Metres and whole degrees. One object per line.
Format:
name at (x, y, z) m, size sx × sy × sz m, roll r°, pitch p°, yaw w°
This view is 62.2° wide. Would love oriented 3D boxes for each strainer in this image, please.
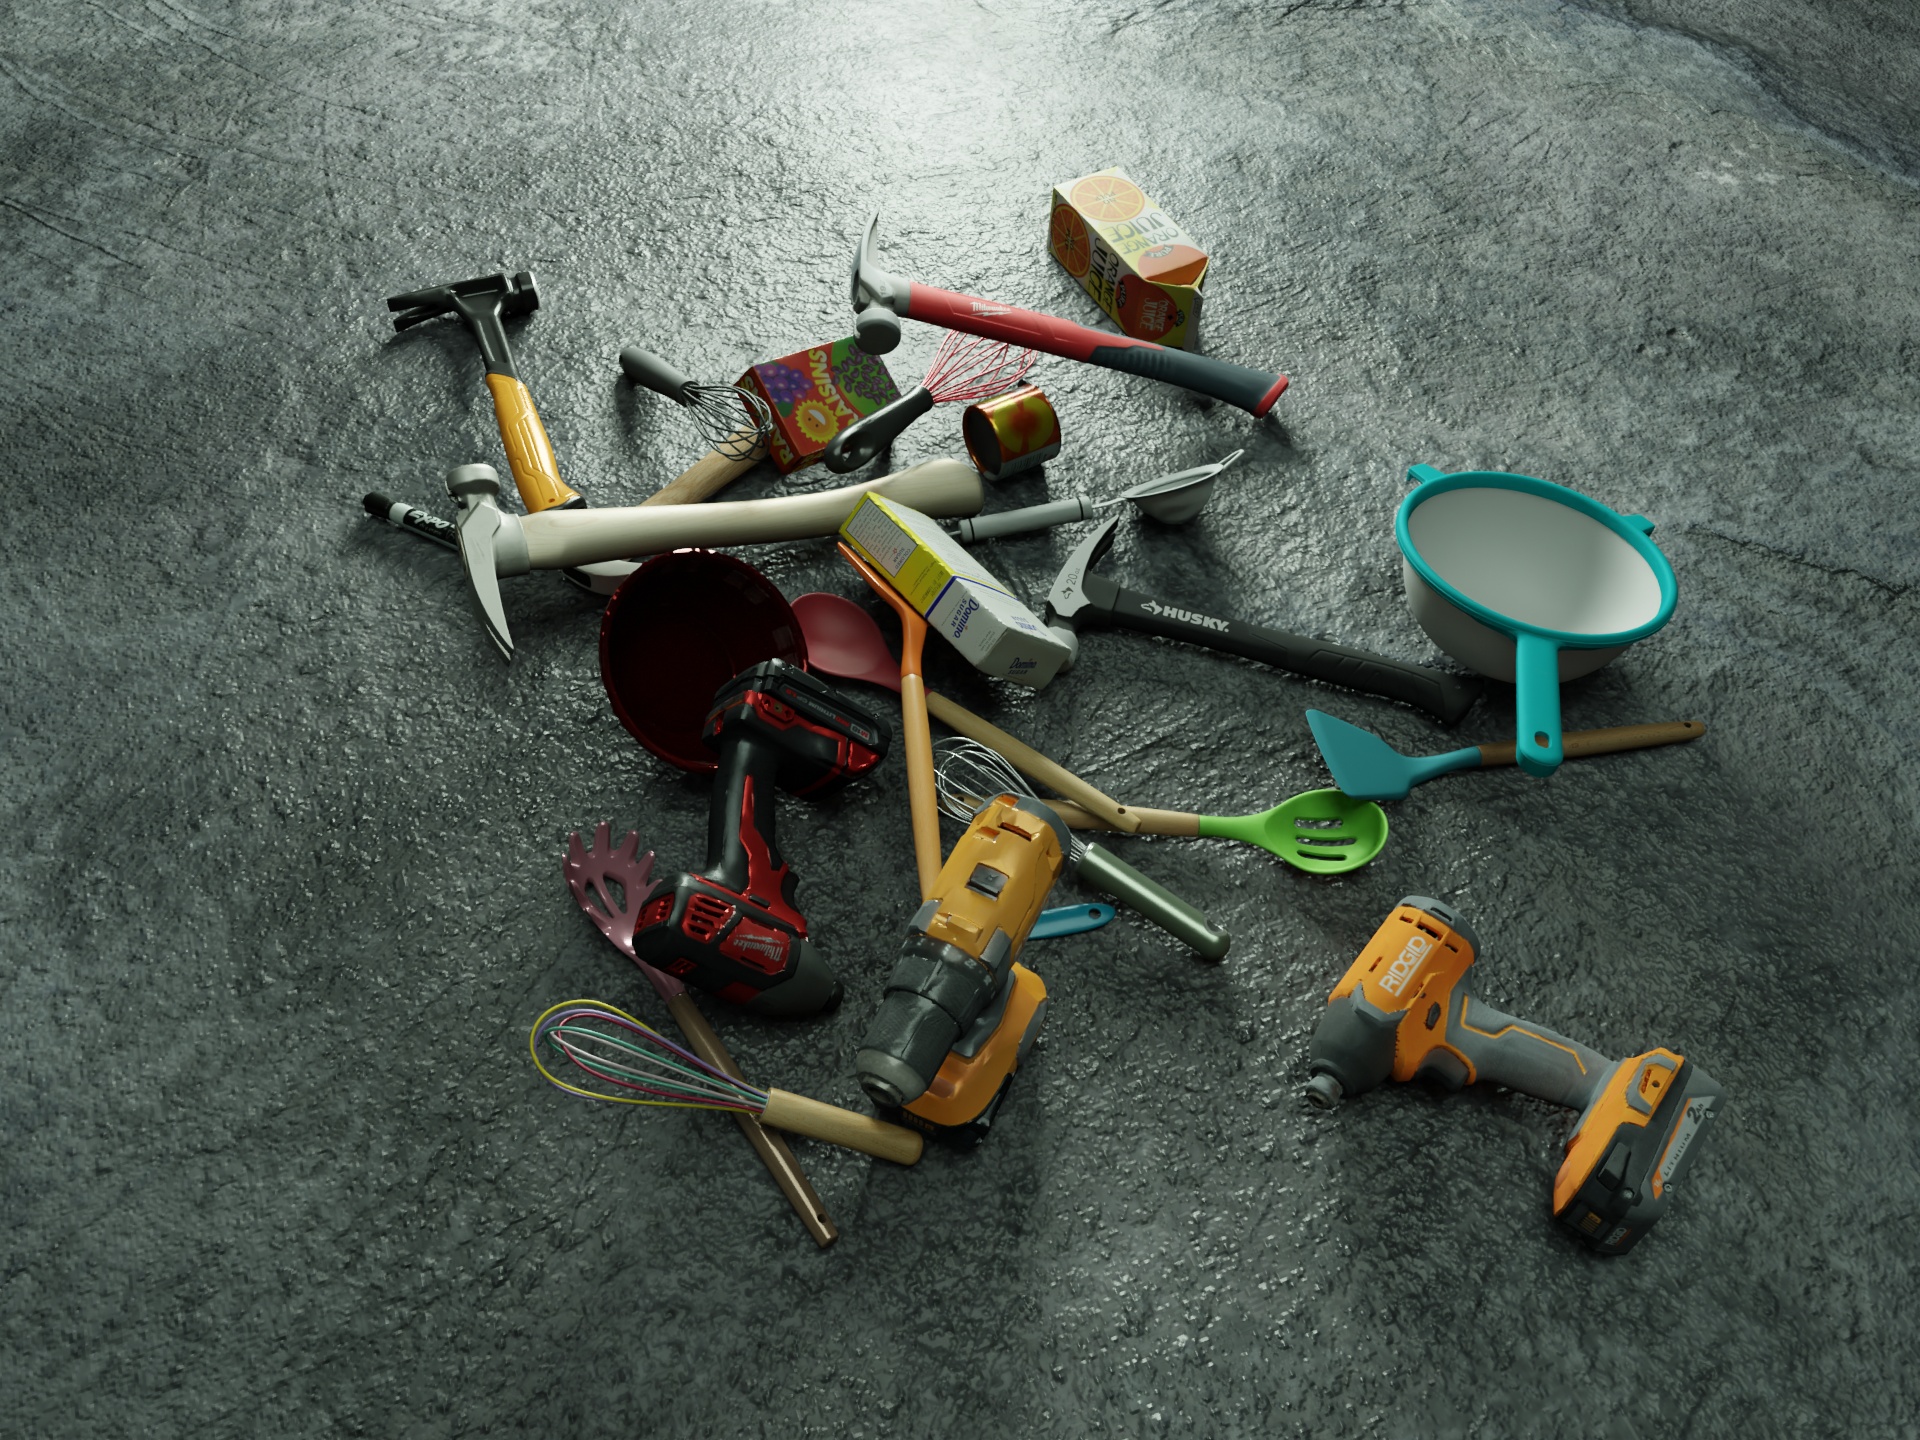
strainer at (0.108, -0.171, 1.287) m, size 0.258 × 0.050 × 0.087 m, roll -11°, pitch 13°, yaw -5°
strainer at (0.410, -0.053, 1.172) m, size 0.211 × 0.095 × 0.341 m, roll 15°, pitch 44°, yaw 5°

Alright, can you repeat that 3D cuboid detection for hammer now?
hammer at (-0.167, -0.141, 1.207) m, size 0.410 × 0.038 × 0.146 m, roll -10°, pitch 74°, yaw -25°
hammer at (0.096, -0.329, 1.335) m, size 0.386 × 0.038 × 0.143 m, roll 10°, pitch 55°, yaw -18°
hammer at (-0.190, -0.209, 1.297) m, size 0.130 × 0.031 × 0.331 m, roll 36°, pitch 59°, yaw 20°
hammer at (0.233, -0.062, 1.222) m, size 0.335 × 0.035 × 0.146 m, roll 15°, pitch 55°, yaw 6°
hammer at (-0.373, -0.259, 1.294) m, size 0.127 × 0.034 × 0.337 m, roll -16°, pitch 50°, yaw -16°

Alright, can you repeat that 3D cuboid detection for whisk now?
whisk at (-0.021, -0.271, 1.306) m, size 0.073 × 0.073 × 0.296 m, roll 30°, pitch 46°, yaw 16°
whisk at (0.077, 0.090, 1.086) m, size 0.246 × 0.059 × 0.058 m, roll 33°, pitch 21°, yaw 8°
whisk at (-0.220, -0.263, 1.294) m, size 0.055 × 0.055 × 0.239 m, roll -30°, pitch 41°, yaw -23°
whisk at (-0.136, 0.220, 0.951) m, size 0.245 × 0.051 × 0.047 m, roll 20°, pitch 41°, yaw -12°

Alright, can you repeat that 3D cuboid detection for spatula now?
spatula at (-0.038, -0.004, 1.094) m, size 0.041 × 0.081 × 0.323 m, roll -32°, pitch 44°, yaw 27°
spatula at (0.409, 0.018, 1.172) m, size 0.317 × 0.044 × 0.082 m, roll -7°, pitch 49°, yaw -10°

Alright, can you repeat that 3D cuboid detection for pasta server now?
pasta server at (-0.164, 0.193, 1.005) m, size 0.060 × 0.040 × 0.316 m, roll -19°, pitch 58°, yaw -35°

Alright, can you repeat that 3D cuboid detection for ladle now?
ladle at (-0.002, -0.004, 1.153) m, size 0.316 × 0.031 × 0.069 m, roll 32°, pitch 54°, yaw 22°

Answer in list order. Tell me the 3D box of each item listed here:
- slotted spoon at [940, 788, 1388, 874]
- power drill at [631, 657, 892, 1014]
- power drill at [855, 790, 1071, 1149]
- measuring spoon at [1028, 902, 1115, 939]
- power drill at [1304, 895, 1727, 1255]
slotted spoon at (0.142, 0.071, 1.125) m, size 0.314 × 0.031 × 0.070 m, roll 5°, pitch 54°, yaw 1°
power drill at (-0.121, 0.083, 1.044) m, size 0.143 × 0.078 × 0.220 m, roll 31°, pitch 52°, yaw -27°
power drill at (-0.005, 0.169, 0.917) m, size 0.084 × 0.226 × 0.185 m, roll 23°, pitch 56°, yaw 12°
measuring spoon at (0.043, 0.135, 1.071) m, size 0.128 × 0.021 × 0.042 m, roll -9°, pitch 56°, yaw -9°
power drill at (0.335, 0.228, 0.995) m, size 0.227 × 0.084 × 0.164 m, roll 33°, pitch 59°, yaw 23°
